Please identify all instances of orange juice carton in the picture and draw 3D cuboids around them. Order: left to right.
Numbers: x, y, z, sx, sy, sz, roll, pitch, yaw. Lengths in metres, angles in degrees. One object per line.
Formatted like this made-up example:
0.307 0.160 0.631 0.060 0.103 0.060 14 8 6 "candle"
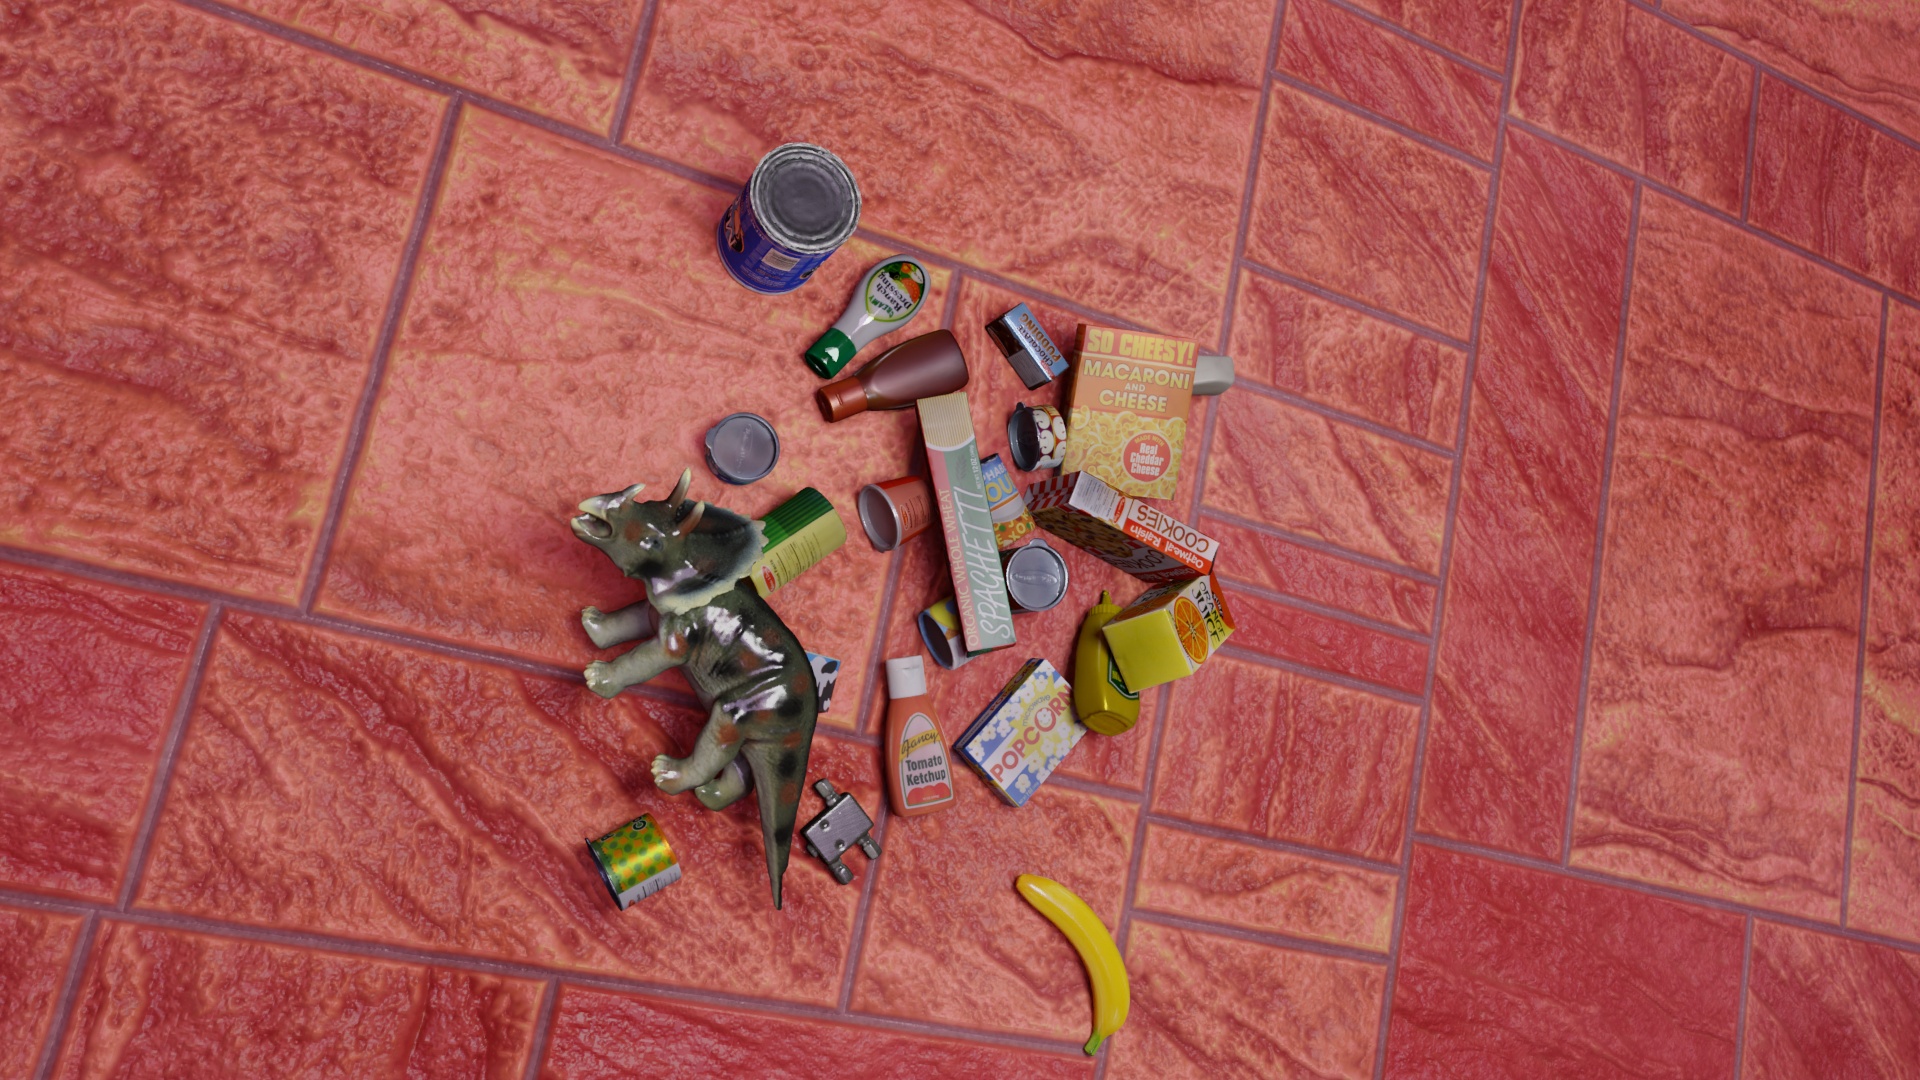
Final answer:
0.222 0.083 1.411 0.193 0.073 0.071 -28 96 -59 "orange juice carton"

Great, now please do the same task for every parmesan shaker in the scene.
-0.165 0.005 1.295 0.103 0.071 0.071 -36 97 -23 "parmesan shaker"

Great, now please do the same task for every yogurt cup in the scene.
-0.059 -0.030 1.343 0.054 0.072 0.072 -23 93 -31 "yogurt cup"

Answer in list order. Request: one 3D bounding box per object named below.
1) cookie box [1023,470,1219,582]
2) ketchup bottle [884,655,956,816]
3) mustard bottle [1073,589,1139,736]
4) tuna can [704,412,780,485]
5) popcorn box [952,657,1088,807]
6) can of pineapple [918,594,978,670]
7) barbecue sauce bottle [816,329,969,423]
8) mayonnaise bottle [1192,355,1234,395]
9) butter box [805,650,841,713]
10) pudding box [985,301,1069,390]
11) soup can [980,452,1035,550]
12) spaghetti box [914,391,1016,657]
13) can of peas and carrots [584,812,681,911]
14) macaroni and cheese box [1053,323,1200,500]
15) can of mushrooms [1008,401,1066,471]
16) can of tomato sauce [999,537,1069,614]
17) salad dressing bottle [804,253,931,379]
0.157 -0.010 1.395 0.167 0.122 0.040 27 76 -17 "cookie box"
-0.045 0.186 1.332 0.065 0.043 0.149 -7 86 -23 "ketchup bottle"
0.147 0.114 1.399 0.065 0.048 0.161 31 47 -34 "mustard bottle"
-0.208 -0.086 1.304 0.071 0.032 0.071 3 82 -22 "tuna can"
0.065 0.190 1.378 0.085 0.038 0.127 48 69 -10 "popcorn box"
-0.001 0.084 1.351 0.058 0.071 0.071 -27 94 -23 "can of pineapple"
-0.068 -0.157 1.365 0.149 0.043 0.065 -23 93 -22 "barbecue sauce bottle"
0.213 -0.177 1.474 0.148 0.064 0.041 1 82 -19 "mayonnaise bottle"
-0.168 0.124 1.299 0.103 0.024 0.053 17 77 -20 "butter box"
0.068 -0.198 1.422 0.030 0.049 0.083 -40 99 -23 "pudding box"
0.029 -0.036 1.374 0.071 0.071 0.083 -31 96 -22 "soup can"
0.005 -0.016 1.315 0.050 0.028 0.250 -11 82 -7 "spaghetti box"
-0.285 0.277 1.210 0.059 0.071 0.071 -26 94 -23 "can of peas and carrots"
0.169 -0.132 1.423 0.124 0.040 0.166 6 100 -10 "macaroni and cheese box"
0.077 -0.106 1.405 0.033 0.071 0.071 -8 87 -23 "can of mushrooms"
0.059 0.037 1.371 0.071 0.083 0.071 3 83 -22 "can of tomato sauce"
-0.091 -0.219 1.363 0.064 0.044 0.148 46 70 -12 "salad dressing bottle"
